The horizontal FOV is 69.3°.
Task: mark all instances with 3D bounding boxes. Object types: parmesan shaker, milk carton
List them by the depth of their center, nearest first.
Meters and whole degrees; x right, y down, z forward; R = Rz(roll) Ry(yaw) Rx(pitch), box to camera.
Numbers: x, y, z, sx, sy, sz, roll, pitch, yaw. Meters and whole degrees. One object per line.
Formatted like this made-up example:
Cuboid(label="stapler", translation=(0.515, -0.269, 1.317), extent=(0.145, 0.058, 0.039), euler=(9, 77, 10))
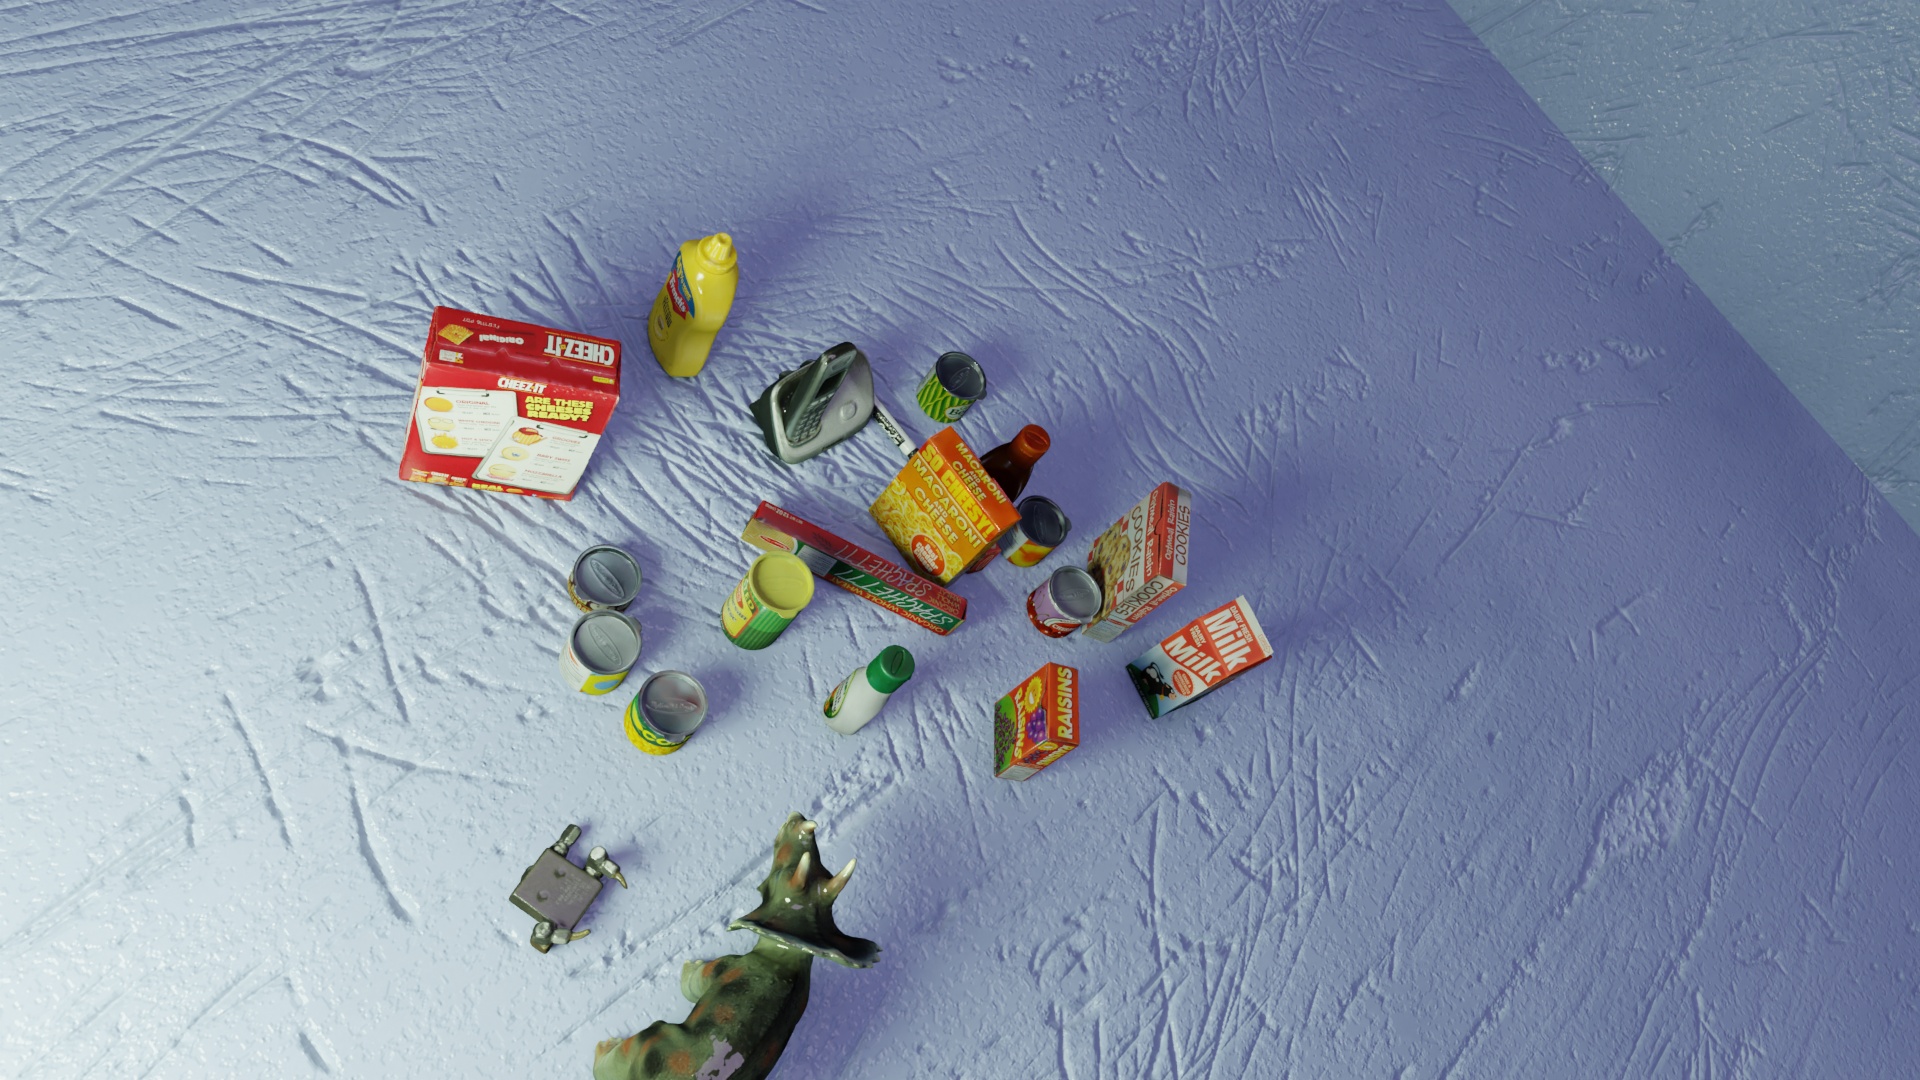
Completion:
Cuboid(label="parmesan shaker", translation=(-0.193, 0.064, 1.376), extent=(0.071, 0.102, 0.071), euler=(13, 59, -22))
Cuboid(label="milk carton", translation=(0.273, 0.127, 1.538), extent=(0.074, 0.189, 0.072), euler=(-16, 73, -34))

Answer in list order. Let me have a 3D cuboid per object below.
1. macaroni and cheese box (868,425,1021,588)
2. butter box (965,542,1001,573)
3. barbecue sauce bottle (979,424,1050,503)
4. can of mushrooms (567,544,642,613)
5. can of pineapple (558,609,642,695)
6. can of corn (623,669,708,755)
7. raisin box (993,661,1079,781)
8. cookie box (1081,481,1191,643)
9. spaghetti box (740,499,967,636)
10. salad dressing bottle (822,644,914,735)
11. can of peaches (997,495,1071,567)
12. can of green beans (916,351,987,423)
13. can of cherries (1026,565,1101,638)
Cuboid(label="macaroni and cheese box", translation=(-0.019, -0.030, 1.482), extent=(0.040, 0.165, 0.124), euler=(-33, 82, -37))
Cuboid(label="butter box", translation=(0.006, -0.020, 1.561), extent=(0.024, 0.053, 0.103), euler=(-14, 71, -33))
Cuboid(label="barbecue sauce bottle", translation=(0.050, -0.078, 1.558), extent=(0.065, 0.148, 0.044), euler=(32, 53, -10))
Cuboid(label="can of mushrooms", translation=(-0.347, 0.041, 1.348), extent=(0.071, 0.033, 0.071), euler=(13, 58, -22))
Cuboid(label="can of pineapple", translation=(-0.337, 0.105, 1.303), extent=(0.071, 0.057, 0.071), euler=(13, 58, -22))
Cuboid(label="can of corn", translation=(-0.277, 0.165, 1.302), extent=(0.071, 0.058, 0.071), euler=(13, 58, -22))
Cuboid(label="raisin box", translation=(0.077, 0.189, 1.440), extent=(0.040, 0.122, 0.086), euler=(15, 58, -21))
Cuboid(label="cookie box", translation=(0.197, 0.026, 1.568), extent=(0.040, 0.166, 0.123), euler=(20, 56, -18))
Cuboid(label="spaghetti box", translation=(-0.110, 0.032, 1.472), extent=(0.250, 0.050, 0.029), euler=(27, 54, -13))
Cuboid(label="salad dressing bottle", translation=(-0.089, 0.145, 1.358), extent=(0.044, 0.147, 0.064), euler=(30, 54, -11))
Cuboid(label="can of peaches", translation=(0.083, -0.009, 1.595), extent=(0.071, 0.057, 0.071), euler=(13, 58, -22))
Cuboid(label="can of green beans", translation=(-0.011, -0.180, 1.638), extent=(0.071, 0.057, 0.071), euler=(13, 58, -22))
Cuboid(label="can of cherries", translation=(0.116, 0.072, 1.567), extent=(0.071, 0.058, 0.072), euler=(13, 58, -22))
